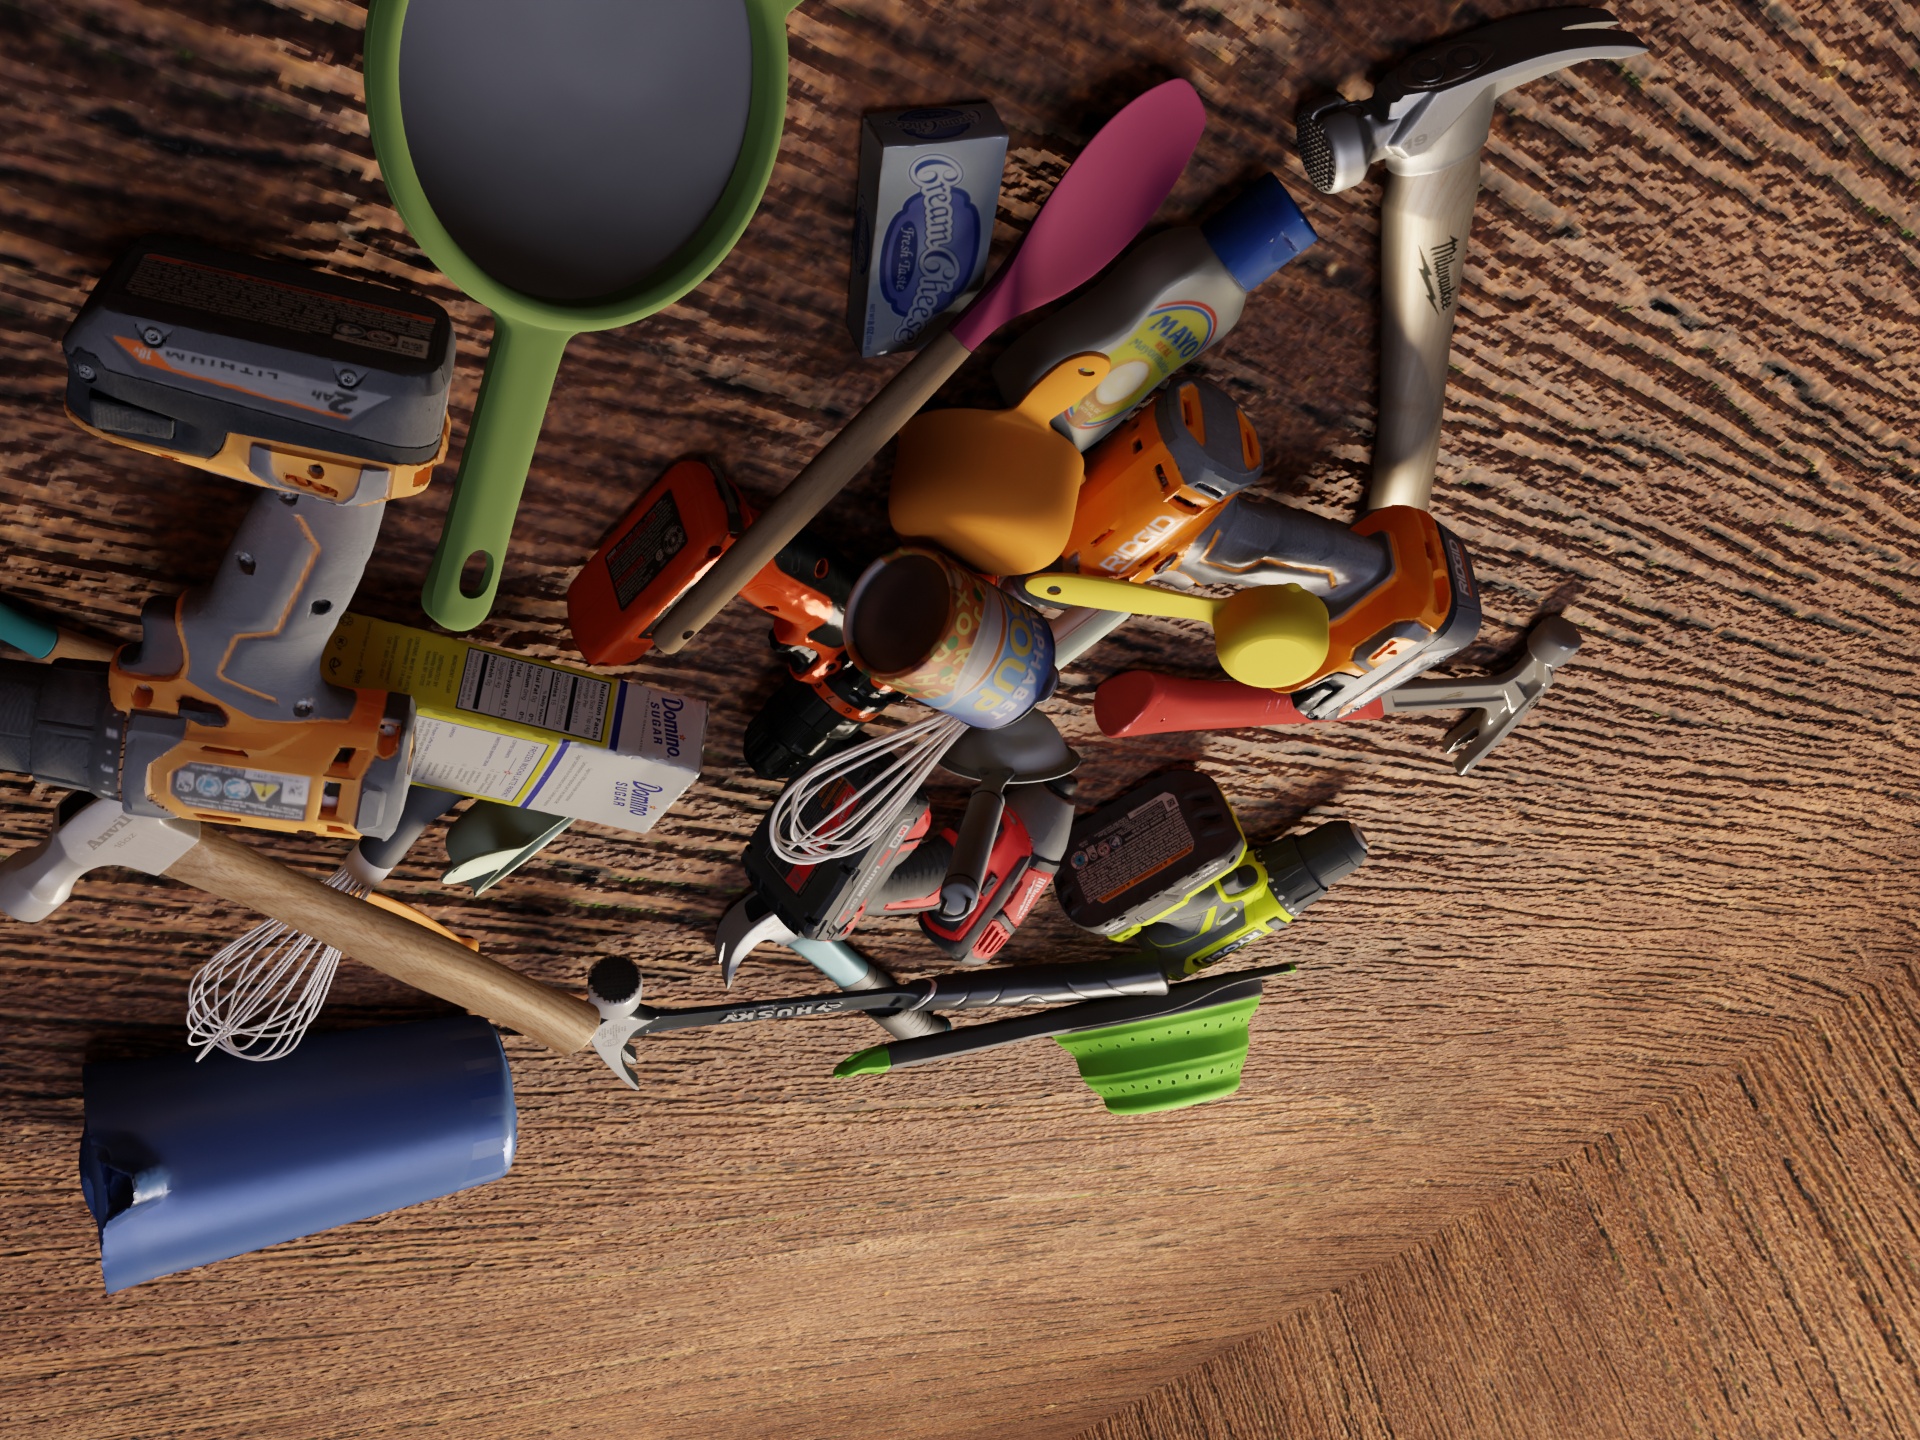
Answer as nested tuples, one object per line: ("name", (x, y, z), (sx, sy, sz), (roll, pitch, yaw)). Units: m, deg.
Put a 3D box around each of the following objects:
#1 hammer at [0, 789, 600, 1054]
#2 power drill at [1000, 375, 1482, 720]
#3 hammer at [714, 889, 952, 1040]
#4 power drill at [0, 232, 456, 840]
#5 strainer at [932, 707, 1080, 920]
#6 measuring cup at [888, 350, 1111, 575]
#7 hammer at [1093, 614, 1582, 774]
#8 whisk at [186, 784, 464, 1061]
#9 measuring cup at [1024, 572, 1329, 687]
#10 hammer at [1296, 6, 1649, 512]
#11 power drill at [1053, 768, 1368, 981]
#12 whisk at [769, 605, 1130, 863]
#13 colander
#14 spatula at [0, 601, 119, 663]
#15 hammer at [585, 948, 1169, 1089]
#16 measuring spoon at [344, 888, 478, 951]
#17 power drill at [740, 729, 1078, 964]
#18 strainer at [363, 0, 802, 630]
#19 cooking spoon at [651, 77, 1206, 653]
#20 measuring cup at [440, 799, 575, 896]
("hammer", (-0.306, 0.108, 0.826), (0.130, 0.031, 0.331), (-37, 139, 10))
("power drill", (0.140, -0.077, 0.830), (0.226, 0.084, 0.164), (20, 142, -30))
("hammer", (-0.074, 0.188, 1.165), (0.128, 0.033, 0.330), (-26, 148, 5))
("power drill", (-0.288, -0.056, 0.588), (0.185, 0.084, 0.226), (9, 124, -19))
("strainer", (0.017, 0.040, 0.864), (0.087, 0.259, 0.050), (4, 115, 8))
("measuring cup", (0.023, -0.108, 0.694), (0.095, 0.052, 0.173), (15, 167, -16))
("hammer", (0.244, -0.008, 1.061), (0.359, 0.037, 0.149), (-3, 143, -28))
("whisk", (-0.335, 0.095, 0.859), (0.284, 0.070, 0.070), (-44, 142, 22))
("measuring cup", (0.107, -0.047, 0.780), (0.156, 0.029, 0.062), (8, 145, -11))
("hammer", (0.242, -0.169, 0.824), (0.146, 0.038, 0.410), (-21, 148, -3))
("power drill", (0.186, 0.112, 1.168), (0.190, 0.080, 0.228), (-33, 149, 19))
("whisk", (-0.001, -0.003, 0.862), (0.246, 0.058, 0.059), (-37, 132, -15))
("colander", (0.092, 0.272, 1.255), (0.397, 0.094, 0.204), (-6, 169, -27))
("spatula", (-0.369, -0.015, 0.683), (0.082, 0.044, 0.317), (-31, 148, 19))
("hammer", (-0.048, 0.193, 1.092), (0.409, 0.036, 0.149), (-3, 146, -15))
("measuring spoon", (-0.325, 0.123, 0.941), (0.021, 0.011, 0.116), (-28, 147, 9))
("power drill", (-0.016, 0.077, 0.984), (0.219, 0.079, 0.143), (18, 111, -52))
("strainer", (-0.148, -0.158, 0.520), (0.151, 0.069, 0.256), (-1, 116, -51))
("cooking spoon", (-0.019, -0.141, 0.663), (0.319, 0.017, 0.068), (-44, 156, 12))
("measuring cup", (-0.237, 0.055, 0.797), (0.083, 0.038, 0.167), (-39, 180, 2))
